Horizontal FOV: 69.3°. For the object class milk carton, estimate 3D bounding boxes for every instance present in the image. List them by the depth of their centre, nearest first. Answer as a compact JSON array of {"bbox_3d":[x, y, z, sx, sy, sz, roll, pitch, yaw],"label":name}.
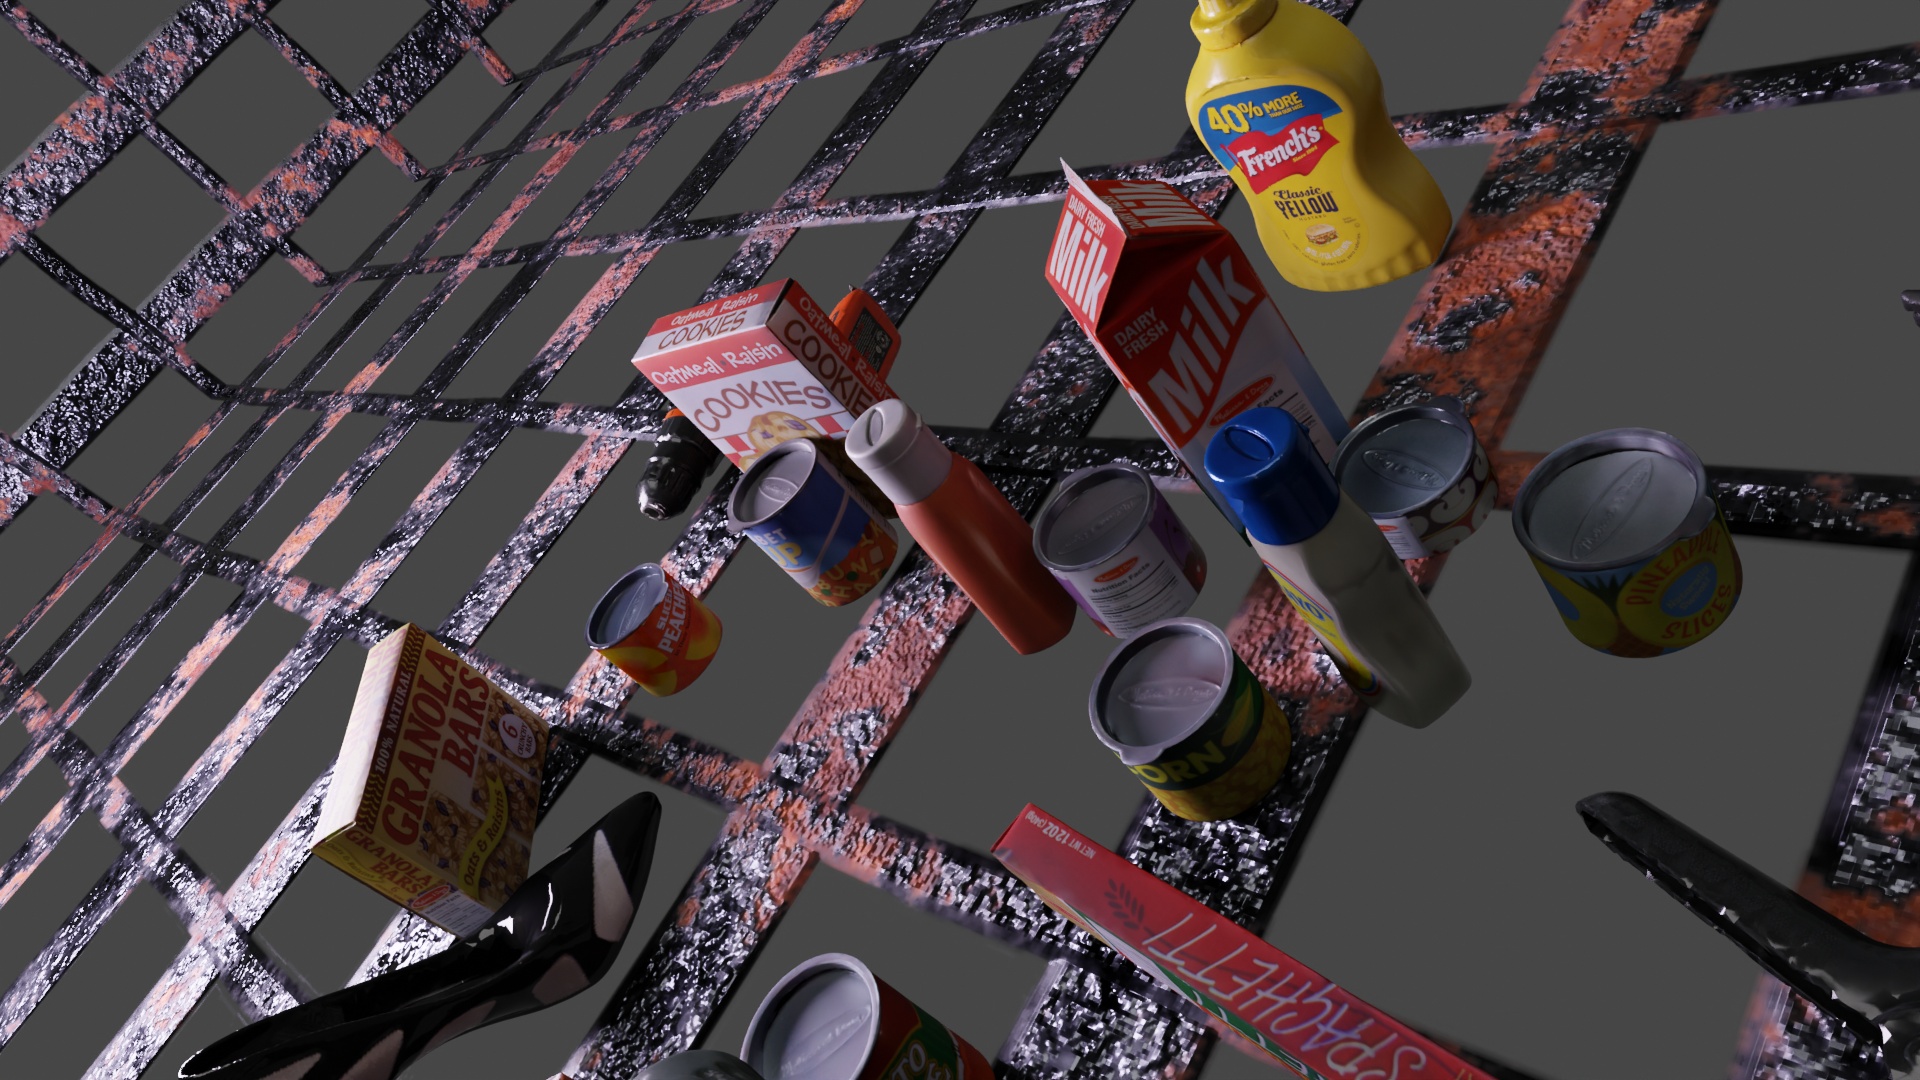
[{"bbox_3d":[0.105,-0.093,0.637,0.073,0.190,0.072,-38,35,7],"label":"milk carton"}]

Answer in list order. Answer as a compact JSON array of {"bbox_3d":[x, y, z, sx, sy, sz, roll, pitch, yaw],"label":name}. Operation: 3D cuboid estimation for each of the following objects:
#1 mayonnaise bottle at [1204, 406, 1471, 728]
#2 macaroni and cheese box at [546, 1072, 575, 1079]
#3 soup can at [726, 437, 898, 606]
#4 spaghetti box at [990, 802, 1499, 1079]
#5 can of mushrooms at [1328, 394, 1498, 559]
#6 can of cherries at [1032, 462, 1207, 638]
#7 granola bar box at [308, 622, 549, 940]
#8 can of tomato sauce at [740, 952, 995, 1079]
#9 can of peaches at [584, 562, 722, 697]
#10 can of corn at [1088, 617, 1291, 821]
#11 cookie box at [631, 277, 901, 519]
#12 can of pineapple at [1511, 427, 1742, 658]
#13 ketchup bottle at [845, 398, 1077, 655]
[{"bbox_3d":[0.141,0.010,0.527,0.041,0.147,0.065,-43,34,0],"label":"mayonnaise bottle"},{"bbox_3d":[-0.133,0.264,0.505,0.123,0.166,0.040,-32,36,15],"label":"macaroni and cheese box"},{"bbox_3d":[-0.089,-0.008,0.829,0.071,0.083,0.072,-26,38,22],"label":"soup can"},{"bbox_3d":[0.104,0.159,0.489,0.029,0.050,0.250,-52,36,-13],"label":"spaghetti box"},{"bbox_3d":[0.201,-0.028,0.612,0.071,0.033,0.071,-26,38,22],"label":"can of mushrooms"},{"bbox_3d":[0.078,0.004,0.676,0.071,0.058,0.072,-26,38,22],"label":"can of cherries"},{"bbox_3d":[-0.317,0.147,0.848,0.039,0.124,0.166,-32,36,15],"label":"granola bar box"},{"bbox_3d":[-0.033,0.210,0.538,0.071,0.083,0.071,-26,38,22],"label":"can of tomato sauce"},{"bbox_3d":[-0.192,0.057,0.883,0.071,0.058,0.071,-26,38,22],"label":"can of peaches"},{"bbox_3d":[0.096,0.077,0.579,0.071,0.058,0.071,-26,38,22],"label":"can of corn"},{"bbox_3d":[-0.098,-0.077,0.838,0.123,0.167,0.040,-7,48,40],"label":"cookie box"},{"bbox_3d":[0.247,0.002,0.512,0.071,0.057,0.071,-26,38,22],"label":"can of pineapple"},{"bbox_3d":[0.002,-0.009,0.683,0.043,0.148,0.065,-29,37,19],"label":"ketchup bottle"}]
